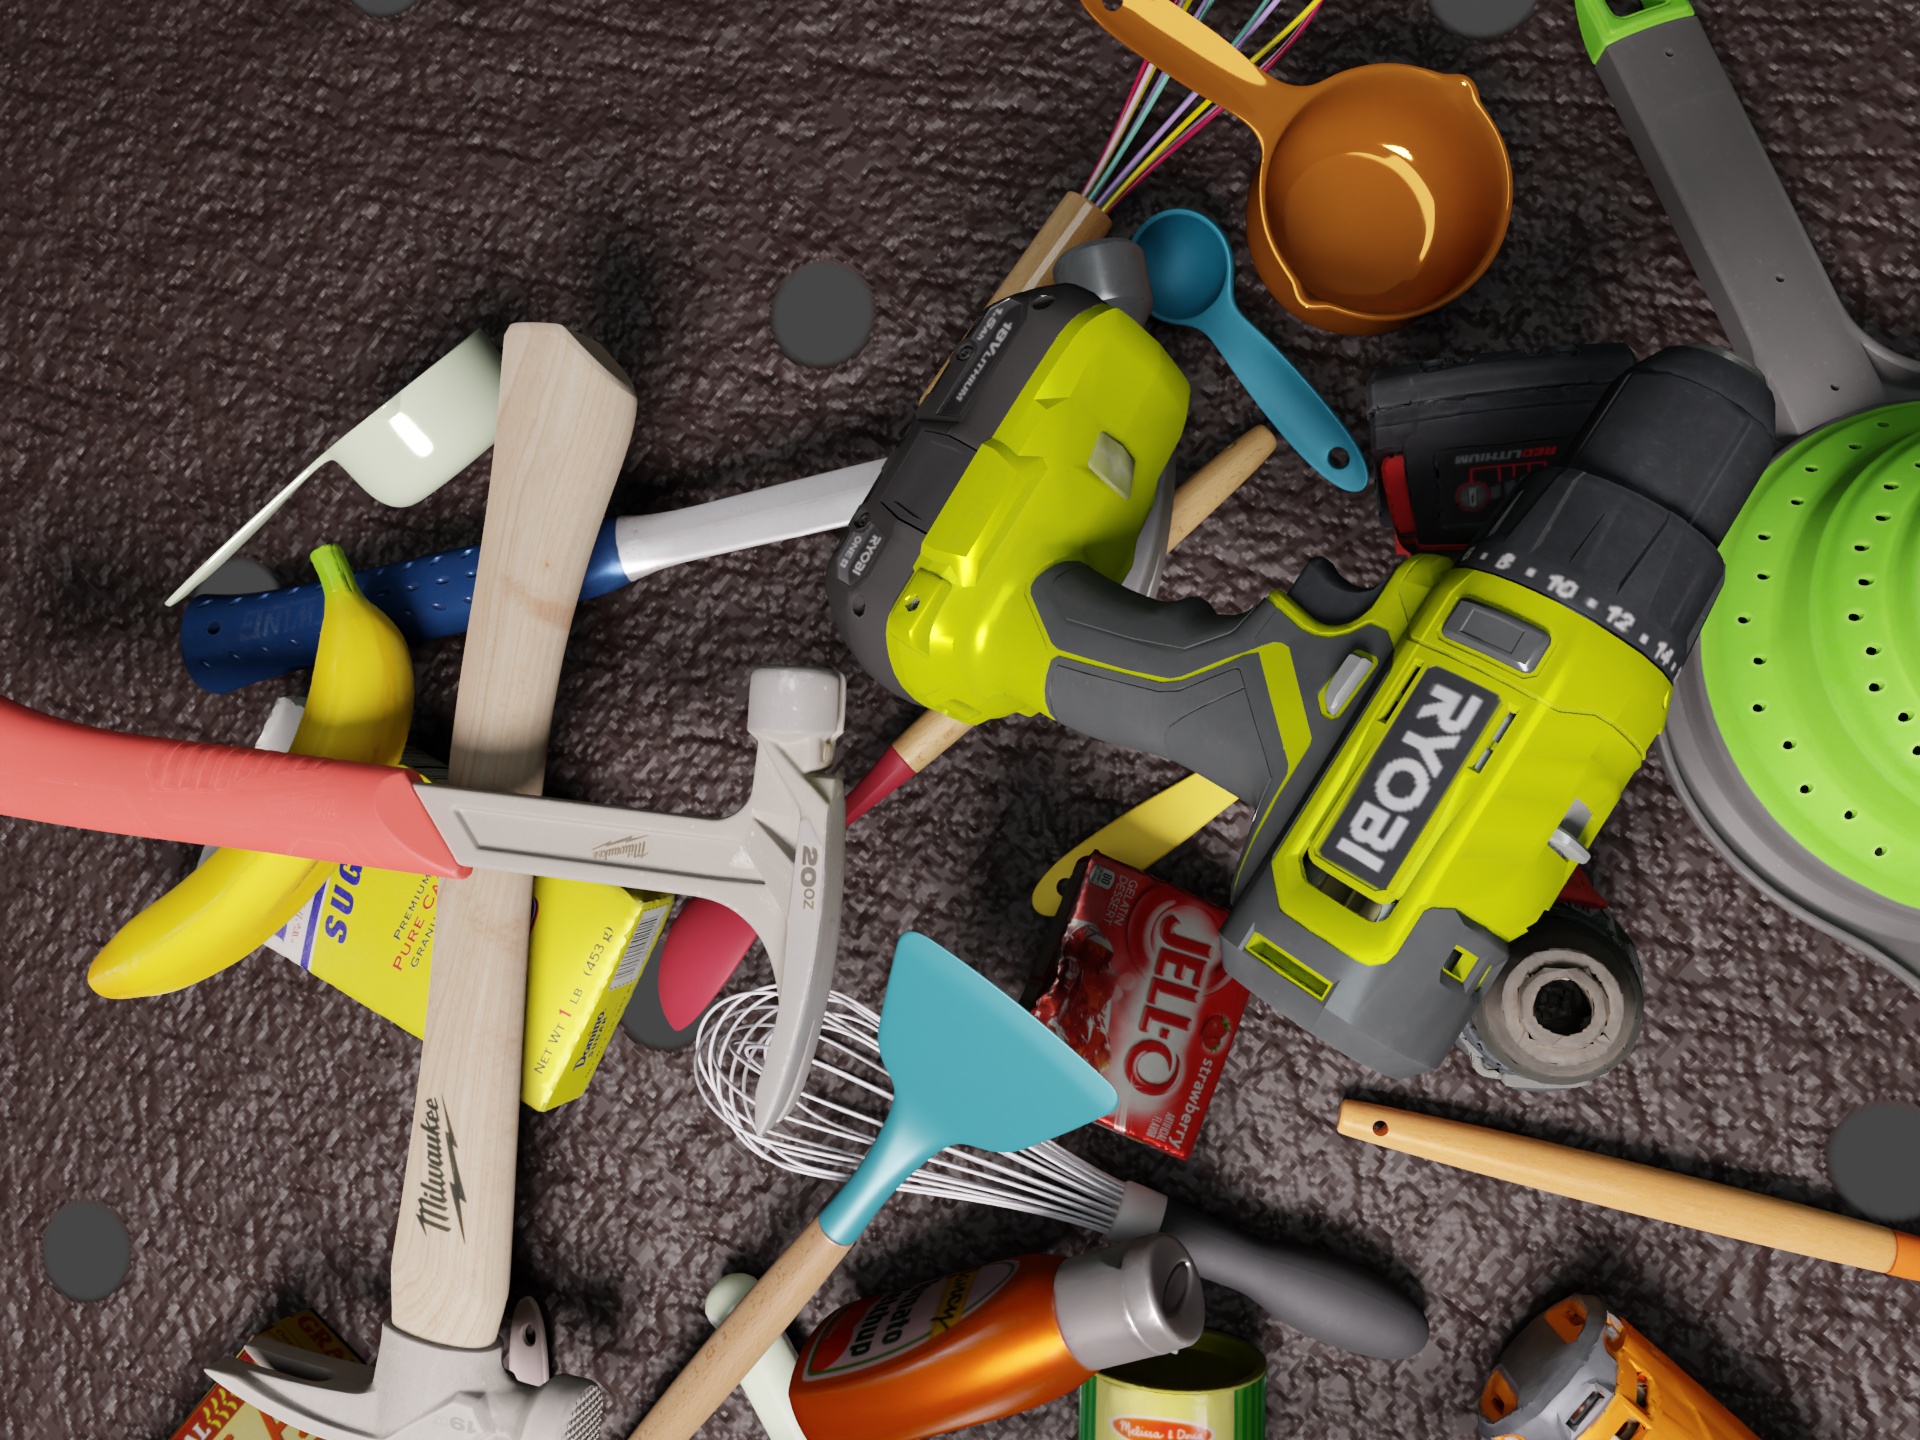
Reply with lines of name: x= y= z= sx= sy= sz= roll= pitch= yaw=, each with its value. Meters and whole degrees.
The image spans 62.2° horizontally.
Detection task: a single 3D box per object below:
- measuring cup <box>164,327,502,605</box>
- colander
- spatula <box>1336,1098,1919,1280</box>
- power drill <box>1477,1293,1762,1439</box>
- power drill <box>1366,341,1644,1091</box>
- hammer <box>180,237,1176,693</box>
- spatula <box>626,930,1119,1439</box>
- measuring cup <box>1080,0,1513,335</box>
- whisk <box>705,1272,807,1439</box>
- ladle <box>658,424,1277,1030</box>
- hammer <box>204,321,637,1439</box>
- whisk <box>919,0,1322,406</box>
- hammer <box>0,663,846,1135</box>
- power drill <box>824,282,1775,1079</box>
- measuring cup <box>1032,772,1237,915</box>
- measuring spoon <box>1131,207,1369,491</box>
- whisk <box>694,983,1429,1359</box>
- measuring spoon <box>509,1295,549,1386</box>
measuring cup: x=-0.241 y=-0.088 z=0.627 sx=0.167 sy=0.083 sz=0.038 roll=-39 pitch=111 yaw=6
colander: x=0.302 y=-0.102 z=0.509 sx=0.204 sy=0.094 sz=0.397 roll=-20 pitch=80 yaw=-3
spatula: x=0.291 y=0.175 z=0.537 sx=0.322 sy=0.041 sz=0.081 roll=12 pitch=90 yaw=11
power drill: x=0.200 y=0.330 z=0.527 sx=0.164 sy=0.084 sz=0.226 roll=41 pitch=90 yaw=10
power drill: x=0.174 y=0.002 z=0.496 sx=0.080 sy=0.187 sz=0.227 roll=-4 pitch=83 yaw=16
hammer: x=-0.117 y=-0.062 z=0.604 sx=0.405 sy=0.035 sz=0.144 roll=-11 pitch=81 yaw=15
spatula: x=-0.062 y=0.196 z=0.551 sx=0.082 sy=0.044 sz=0.317 roll=38 pitch=113 yaw=5
measuring cup: x=0.112 y=-0.207 z=0.571 sx=0.173 sy=0.052 sz=0.095 roll=36 pitch=93 yaw=1
whisk: x=-0.027 y=0.316 z=0.588 sx=0.059 sy=0.057 sz=0.246 roll=-27 pitch=78 yaw=-27
ladle: x=-0.001 y=-0.002 z=0.596 sx=0.315 sy=0.069 sz=0.031 roll=-42 pitch=106 yaw=0
hammer: x=-0.182 y=0.062 z=0.580 sx=0.146 sy=0.038 sz=0.410 roll=8 pitch=92 yaw=13
whisk: x=0.064 y=-0.210 z=0.597 sx=0.047 sy=0.051 sz=0.245 roll=37 pitch=97 yaw=4
hammer: x=-0.215 y=0.041 z=0.549 sx=0.359 sy=0.036 sz=0.149 roll=6 pitch=89 yaw=13
power drill: x=0.084 y=-0.039 z=0.442 sx=0.229 sy=0.080 sz=0.190 roll=33 pitch=92 yaw=39
measuring cup: x=0.090 y=0.027 z=0.585 sx=0.156 sy=0.029 sz=0.062 roll=-35 pitch=82 yaw=6
measuring spoon: x=0.113 y=-0.139 z=0.598 sx=0.128 sy=0.021 sz=0.042 roll=50 pitch=128 yaw=0
whisk: x=0.034 y=0.169 z=0.579 sx=0.284 sy=0.070 sz=0.070 roll=22 pitch=91 yaw=5
measuring spoon: x=-0.163 y=0.291 z=0.627 sx=0.034 sy=0.018 sz=0.124 roll=-12 pitch=78 yaw=31
